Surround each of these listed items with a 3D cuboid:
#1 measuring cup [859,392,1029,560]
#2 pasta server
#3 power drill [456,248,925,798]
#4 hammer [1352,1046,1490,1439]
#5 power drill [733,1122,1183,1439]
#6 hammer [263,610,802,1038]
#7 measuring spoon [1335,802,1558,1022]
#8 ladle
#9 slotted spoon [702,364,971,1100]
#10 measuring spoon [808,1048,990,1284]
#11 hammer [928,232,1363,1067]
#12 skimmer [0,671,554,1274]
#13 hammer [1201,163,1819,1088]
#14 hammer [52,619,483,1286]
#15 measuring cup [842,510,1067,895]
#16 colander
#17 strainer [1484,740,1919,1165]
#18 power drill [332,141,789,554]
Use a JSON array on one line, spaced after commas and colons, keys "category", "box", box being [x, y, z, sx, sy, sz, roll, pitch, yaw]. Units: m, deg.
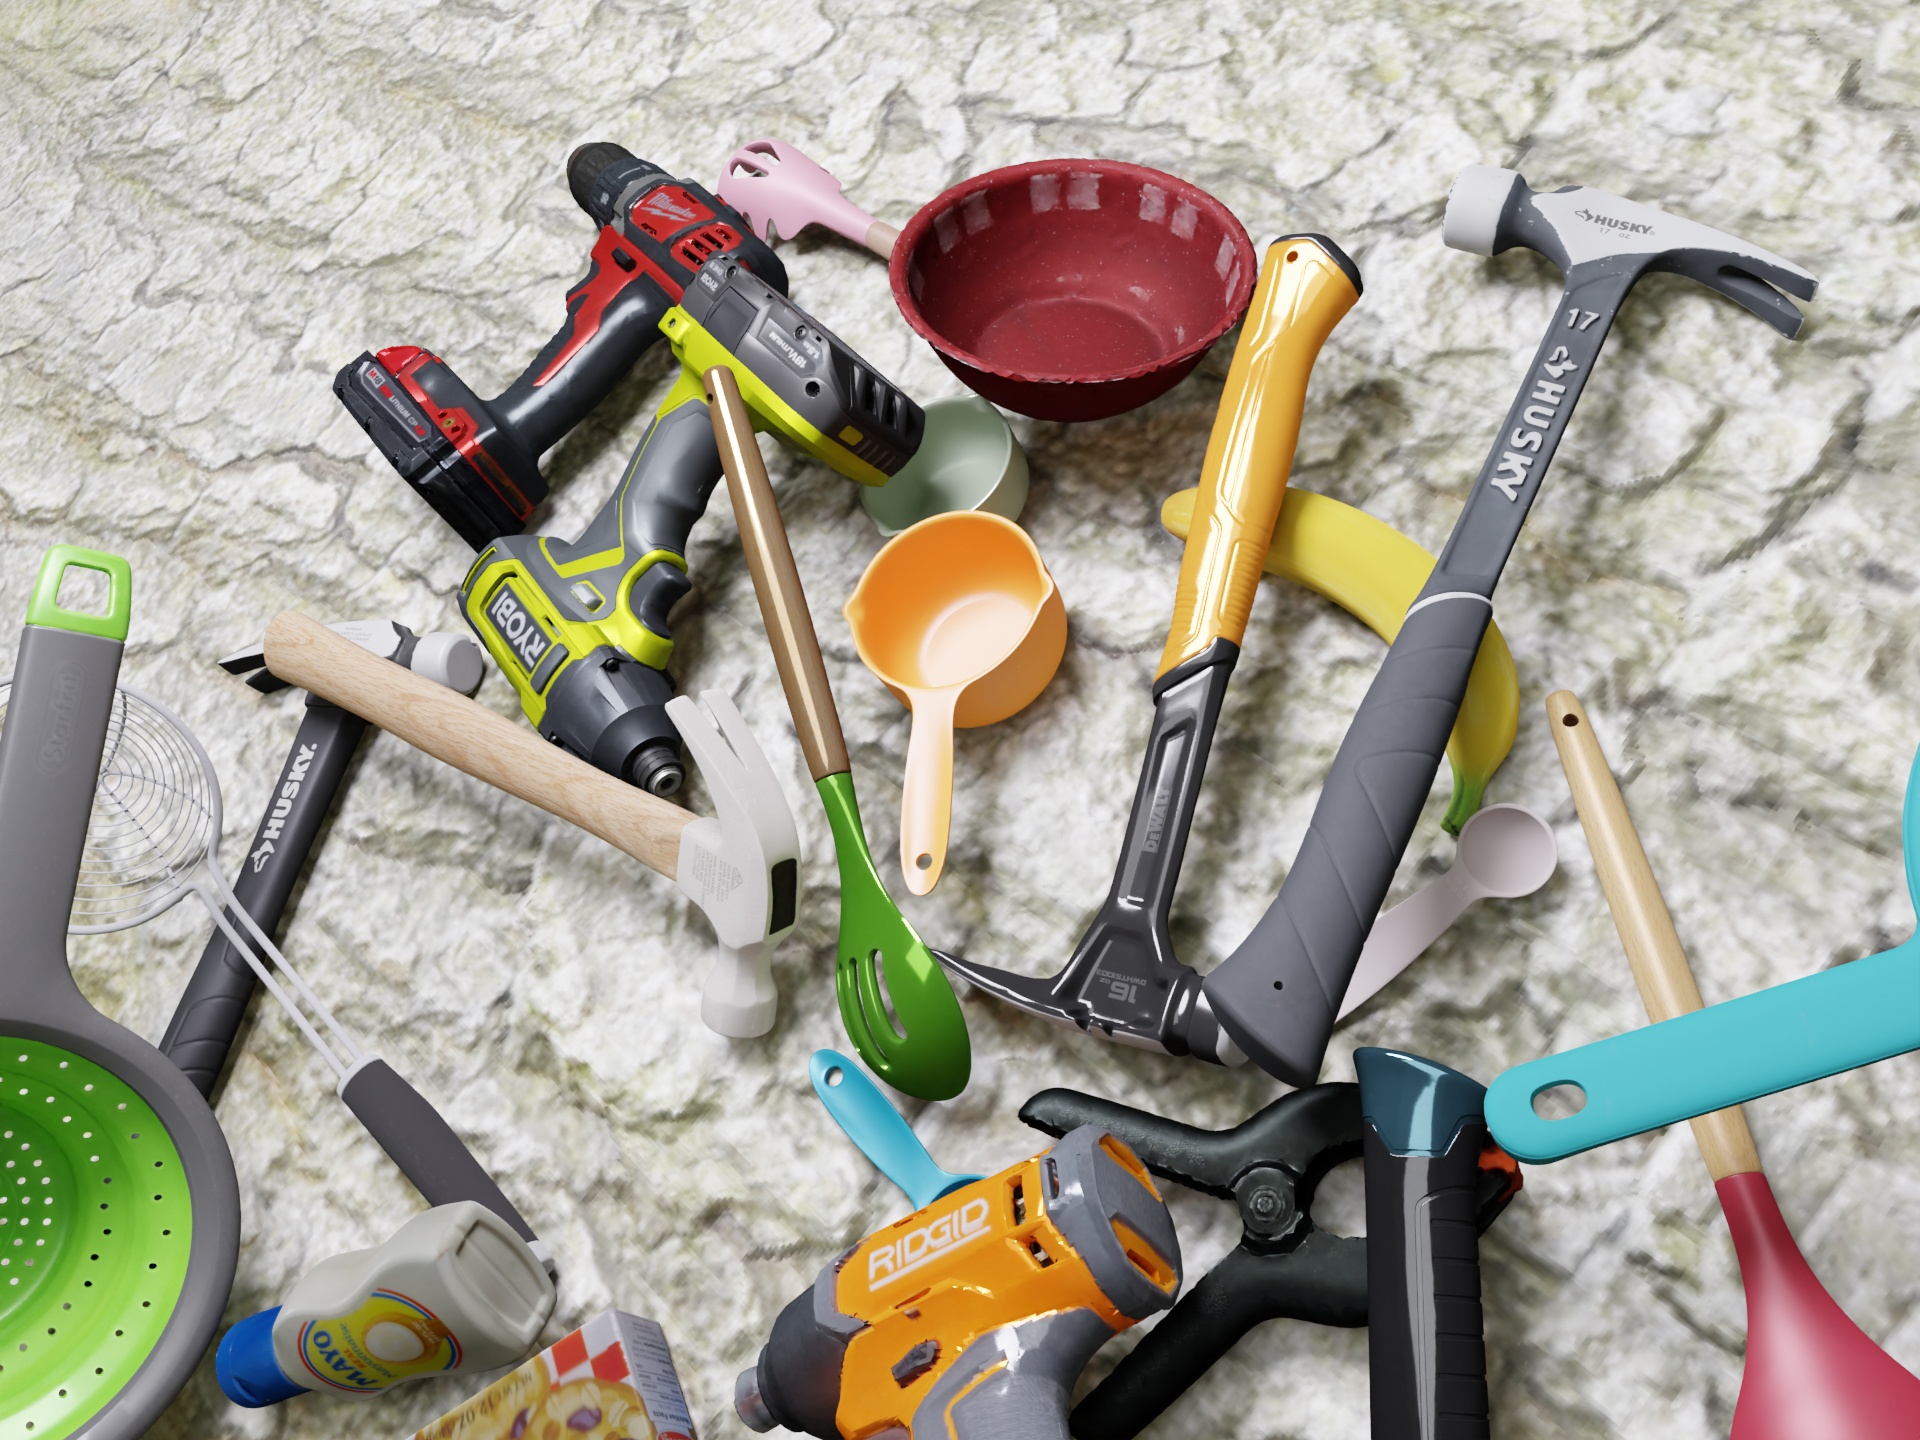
[{"category": "measuring cup", "box": [-0.037, -0.124, 0.761, 0.168, 0.038, 0.083, 25, 76, 37]}, {"category": "pasta server", "box": [-0.023, -0.236, 0.823, 0.316, 0.040, 0.060, 36, 81, 30]}, {"category": "power drill", "box": [-0.125, -0.086, 0.732, 0.223, 0.080, 0.171, -52, 54, 10]}, {"category": "hammer", "box": [0.137, 0.261, 0.453, 0.128, 0.033, 0.331, -4, 70, 22]}, {"category": "power drill", "box": [-0.004, 0.243, 0.457, 0.164, 0.084, 0.227, -32, 32, 19]}, {"category": "hammer", "box": [-0.201, 0.014, 0.704, 0.331, 0.031, 0.130, 23, 114, 29]}, {"category": "measuring spoon", "box": [0.164, 0.077, 0.580, 0.124, 0.018, 0.034, -40, 68, 6]}, {"category": "ladle", "box": [0.243, 0.122, 0.513, 0.069, 0.031, 0.316, -17, 56, 14]}, {"category": "slotted spoon", "box": [-0.059, 0.000, 0.634, 0.070, 0.031, 0.314, -33, 70, 50]}, {"category": "measuring spoon", "box": [-0.019, 0.168, 0.607, 0.042, 0.021, 0.129, -46, 47, -6]}, {"category": "hammer", "box": [0.091, -0.041, 0.628, 0.127, 0.034, 0.337, 9, 74, 32]}, {"category": "skimmer", "box": [-0.312, 0.114, 0.677, 0.363, 0.090, 0.127, 39, 98, 23]}, {"category": "hammer", "box": [0.190, -0.051, 0.582, 0.149, 0.036, 0.409, 20, 64, 21]}, {"category": "hammer", "box": [-0.350, 0.102, 0.768, 0.146, 0.035, 0.335, 4, 65, 24]}, {"category": "measuring cup", "box": [-0.001, -0.002, 0.669, 0.095, 0.052, 0.174, -5, 64, 21]}, {"category": "colander", "box": [-0.395, 0.128, 0.643, 0.094, 0.204, 0.397, -6, 75, 54]}, {"category": "strainer", "box": [0.325, 0.078, 0.462, 0.340, 0.095, 0.211, -21, 54, 13]}, {"category": "power drill", "box": [-0.223, -0.218, 0.867, 0.227, 0.080, 0.188, -41, 55, -6]}]
